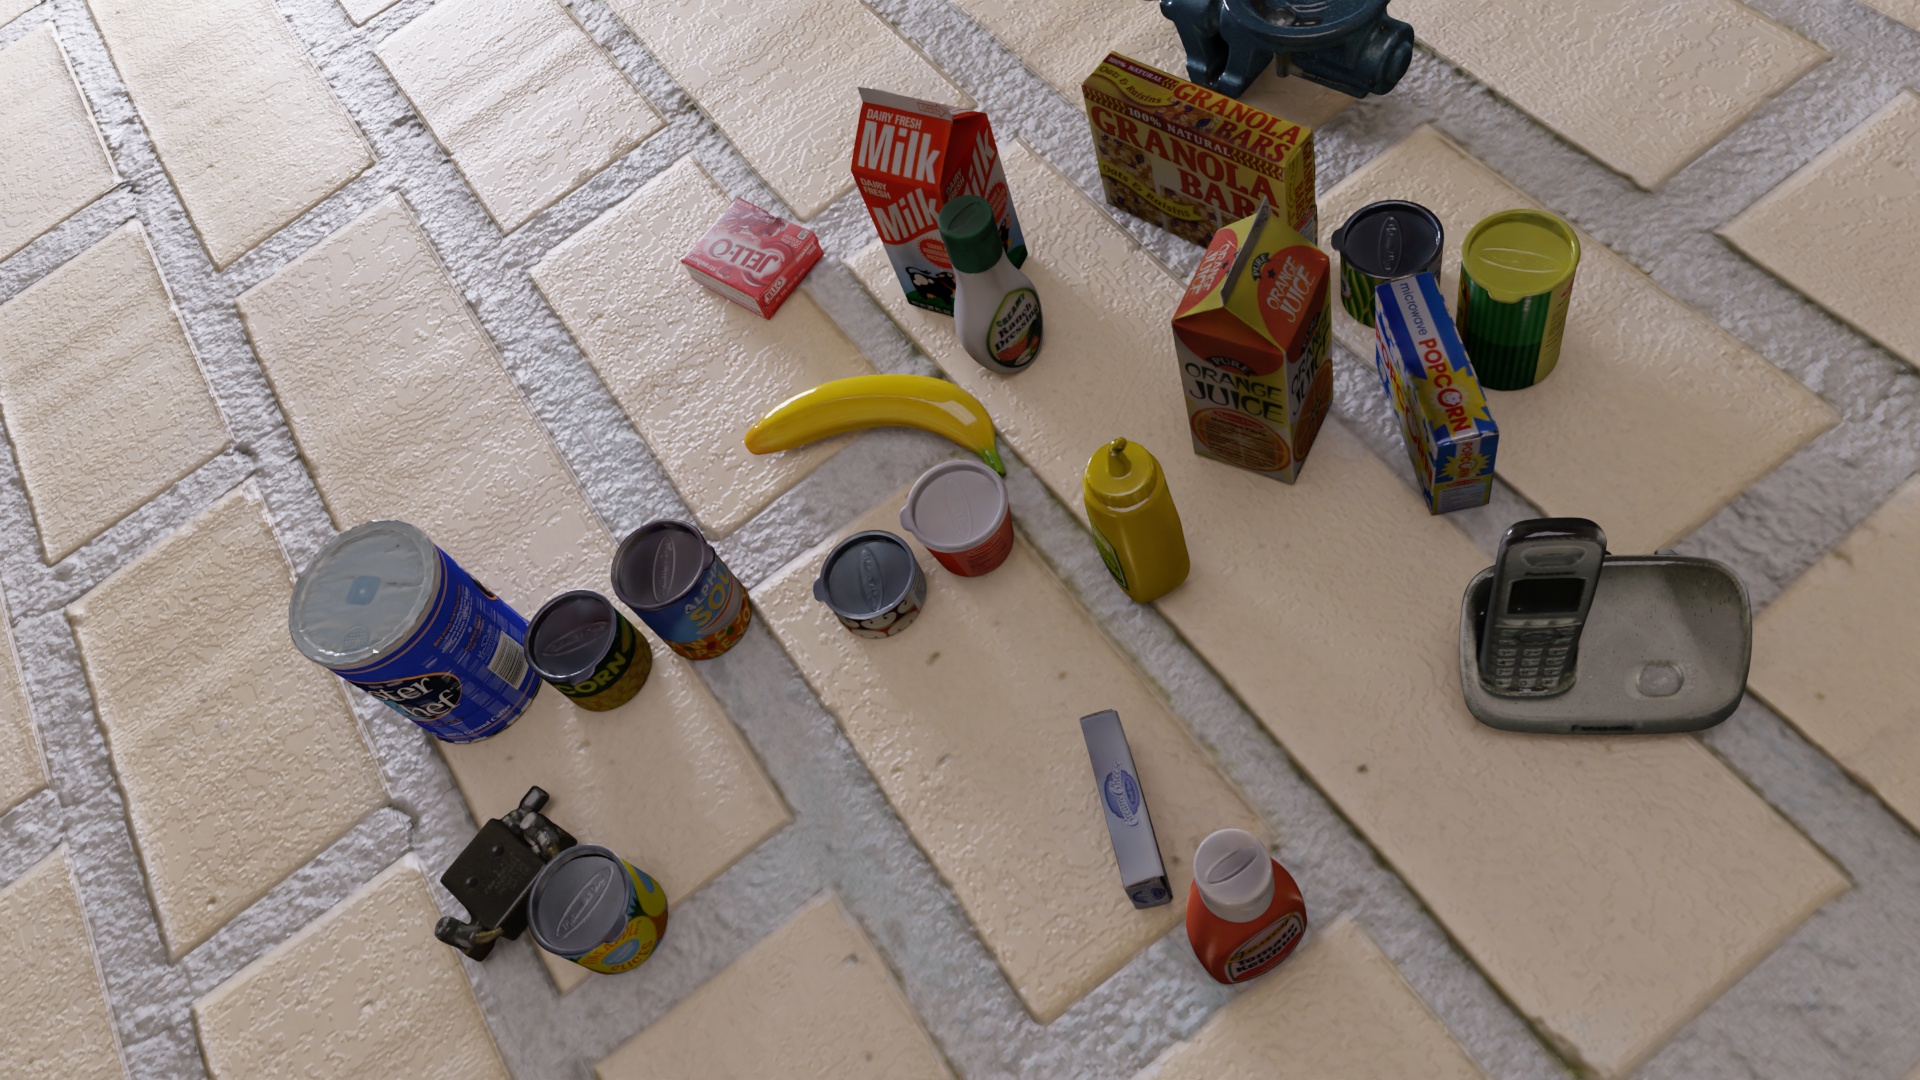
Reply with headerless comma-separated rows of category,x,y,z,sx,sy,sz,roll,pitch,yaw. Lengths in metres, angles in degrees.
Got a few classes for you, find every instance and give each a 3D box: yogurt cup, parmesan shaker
yogurt cup,0.003,-0.011,0.915,0.072,0.053,0.073,-7,60,12
parmesan shaker,0.343,-0.146,0.867,0.071,0.102,0.071,-7,60,12

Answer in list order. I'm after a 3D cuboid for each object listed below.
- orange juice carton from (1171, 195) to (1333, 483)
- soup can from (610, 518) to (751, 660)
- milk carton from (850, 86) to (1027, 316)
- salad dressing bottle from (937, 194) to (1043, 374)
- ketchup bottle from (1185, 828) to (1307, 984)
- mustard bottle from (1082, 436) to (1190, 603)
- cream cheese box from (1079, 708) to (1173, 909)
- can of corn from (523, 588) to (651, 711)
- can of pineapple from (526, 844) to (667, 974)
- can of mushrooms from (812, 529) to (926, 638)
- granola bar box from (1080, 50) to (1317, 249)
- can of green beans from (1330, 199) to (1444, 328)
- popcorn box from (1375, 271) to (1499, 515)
orange juice carton,0.179,-0.119,0.845,0.073,0.192,0.072,20,69,24
soup can,-0.181,0.034,0.923,0.071,0.083,0.071,-7,60,12
milk carton,-0.016,-0.241,0.968,0.072,0.189,0.074,19,69,24
salad dressing bottle,0.019,-0.172,0.946,0.044,0.147,0.064,37,77,29
ketchup bottle,0.143,0.185,0.709,0.065,0.148,0.044,-33,58,-4
mustard bottle,0.101,-0.019,0.829,0.049,0.159,0.065,-30,58,-2
cream cheese box,0.095,0.154,0.796,0.024,0.053,0.104,-17,58,6
can of corn,-0.248,0.077,0.932,0.071,0.058,0.071,-7,60,12
can of pineapple,-0.218,0.225,0.840,0.071,0.057,0.071,-7,60,12
can of mushrooms,-0.060,0.030,0.921,0.071,0.033,0.071,-7,60,12
granola bar box,0.168,-0.258,0.966,0.166,0.123,0.039,33,75,28
can of green beans,0.288,-0.184,0.930,0.071,0.057,0.071,-7,60,12
popcorn box,0.292,-0.091,0.861,0.038,0.085,0.127,-14,59,8
